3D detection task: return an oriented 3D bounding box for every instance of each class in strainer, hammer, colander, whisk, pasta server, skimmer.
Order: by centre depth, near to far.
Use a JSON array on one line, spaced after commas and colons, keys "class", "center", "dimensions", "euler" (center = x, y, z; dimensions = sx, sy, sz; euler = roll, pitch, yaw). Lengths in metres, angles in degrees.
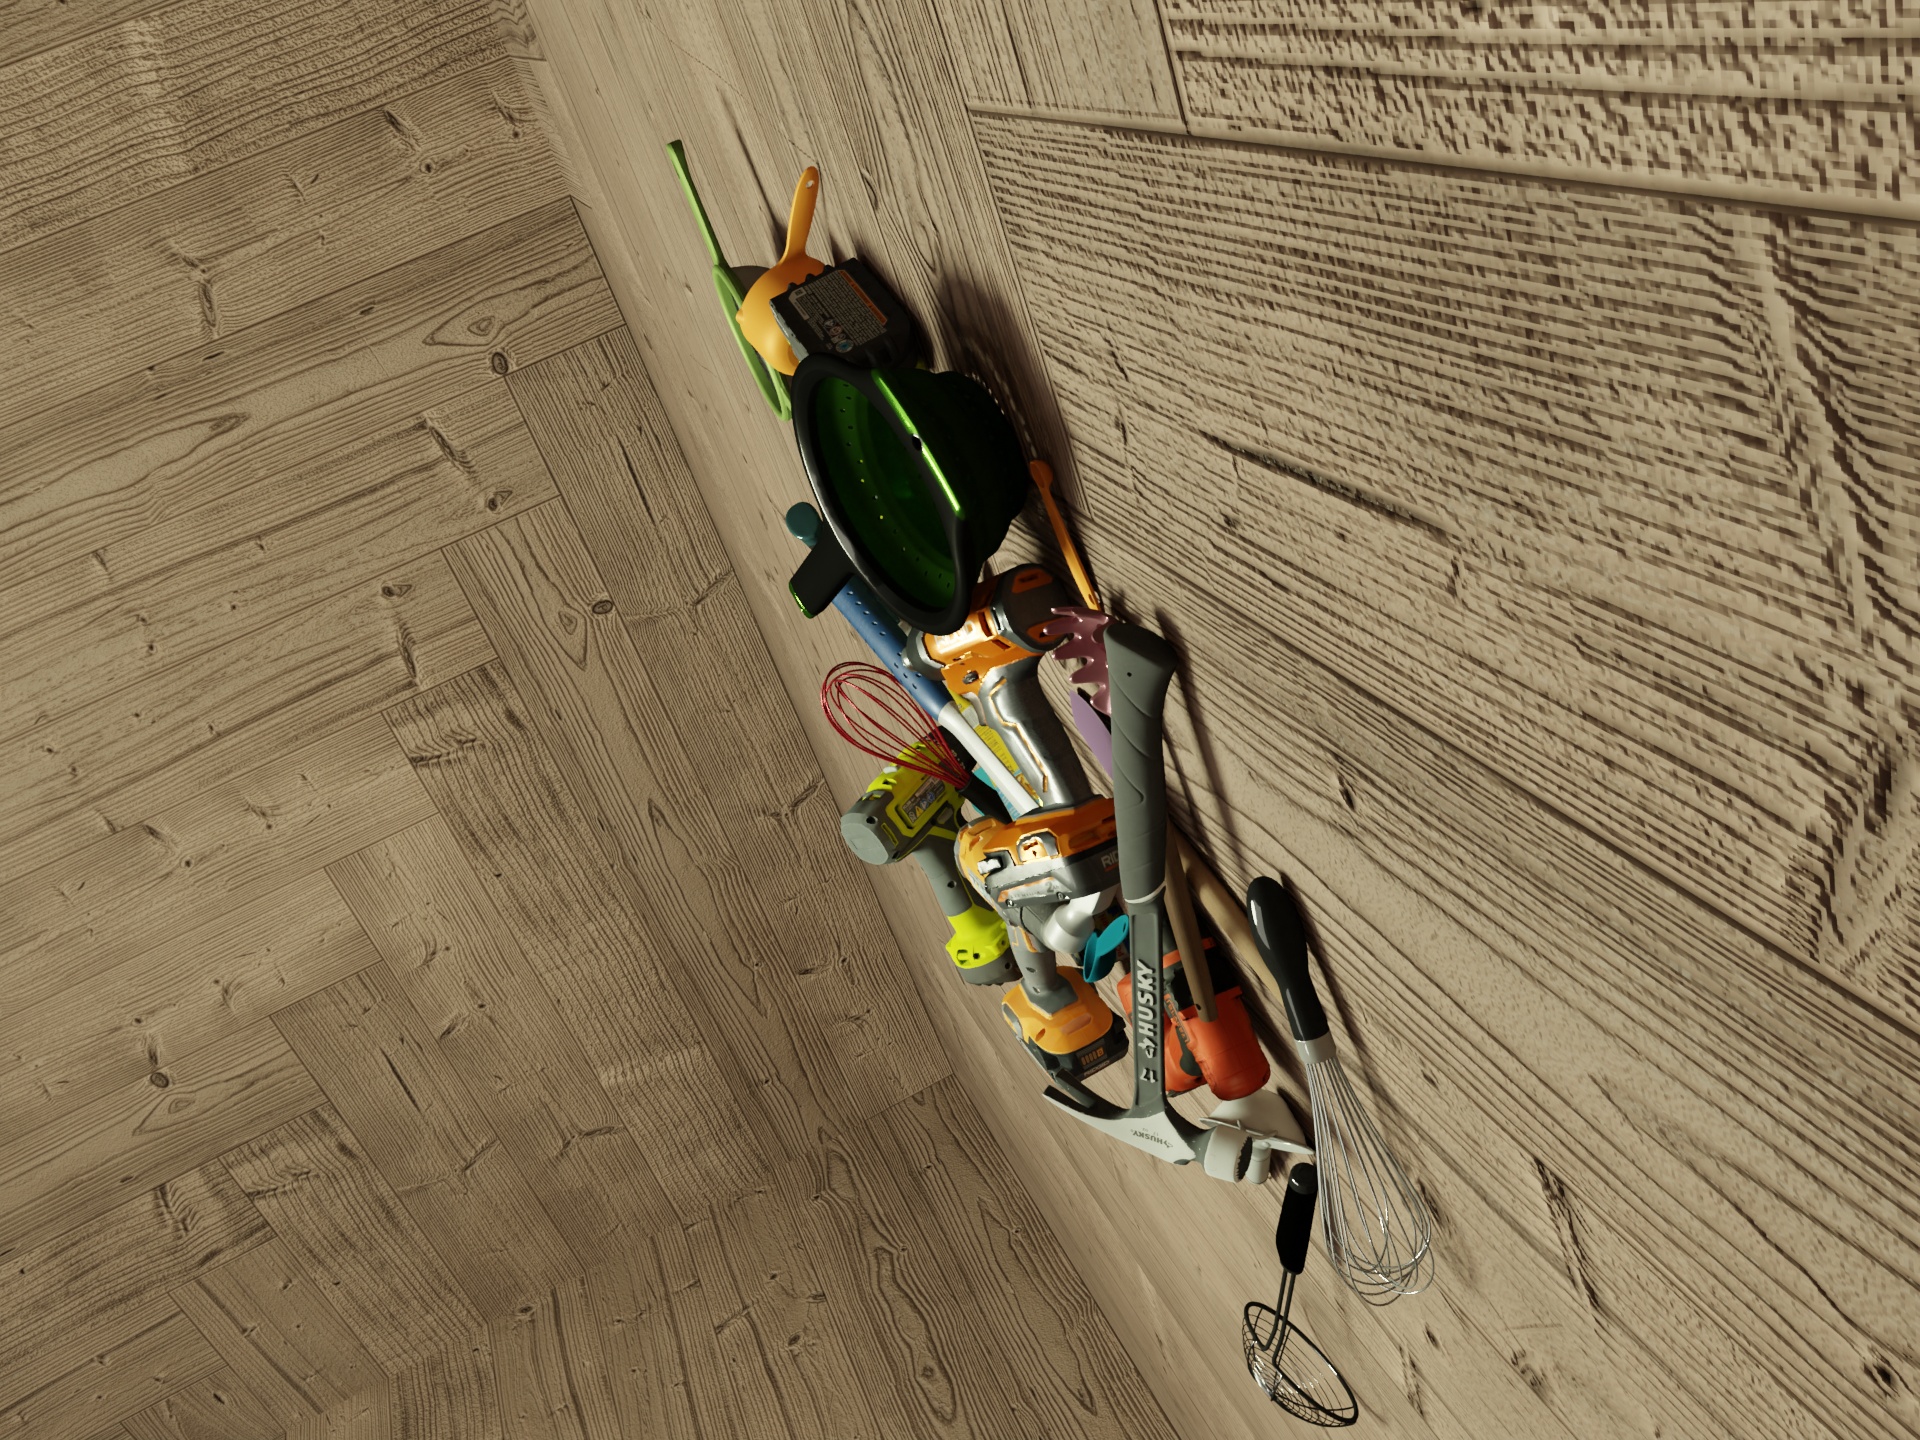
[{"class": "whisk", "center": [0.226, 0.225, 0.966], "dimensions": [0.070, 0.070, 0.284], "euler": [-162, 51, -76]}, {"class": "hammer", "center": [0.116, 0.125, 1.031], "dimensions": [0.149, 0.036, 0.408], "euler": [11, 123, 28]}, {"class": "pasta server", "center": [0.123, 0.066, 1.048], "dimensions": [0.060, 0.040, 0.316], "euler": [15, 126, 57]}, {"class": "colander", "center": [-0.046, -0.151, 1.142], "dimensions": [0.204, 0.094, 0.397], "euler": [59, 160, 1]}, {"class": "strainer", "center": [0.229, 0.325, 1.225], "dimensions": [0.087, 0.050, 0.258], "euler": [13, 156, 16]}, {"class": "hammer", "center": [-0.002, -0.004, 1.289], "dimensions": [0.406, 0.035, 0.144], "euler": [50, 136, 30]}, {"class": "skimmer", "center": [0.287, 0.460, 1.298], "dimensions": [0.127, 0.090, 0.363], "euler": [48, 152, 43]}, {"class": "strainer", "center": [-0.181, -0.397, 1.414], "dimensions": [0.256, 0.069, 0.152], "euler": [68, 172, -18]}, {"class": "whisk", "center": [-0.010, 0.043, 1.429], "dimensions": [0.295, 0.073, 0.073], "euler": [39, -178, -26]}, {"class": "hammer", "center": [-0.102, -0.137, 1.545], "dimensions": [0.128, 0.033, 0.330], "euler": [53, -178, 19]}]

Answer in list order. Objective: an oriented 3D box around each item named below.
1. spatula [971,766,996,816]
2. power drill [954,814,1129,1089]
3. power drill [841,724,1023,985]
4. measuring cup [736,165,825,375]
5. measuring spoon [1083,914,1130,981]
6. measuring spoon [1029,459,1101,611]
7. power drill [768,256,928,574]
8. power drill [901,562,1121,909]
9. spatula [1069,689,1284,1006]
[{"class": "spatula", "center": [0.022, 0.072, 1.701], "dimensions": [0.082, 0.044, 0.317], "euler": [64, 175, -5]}, {"class": "power drill", "center": [0.077, 0.208, 1.376], "dimensions": [0.185, 0.084, 0.226], "euler": [39, 152, 60]}, {"class": "power drill", "center": [0.009, 0.118, 1.508], "dimensions": [0.080, 0.190, 0.228], "euler": [-11, 118, 50]}, {"class": "measuring cup", "center": [-0.117, -0.345, 1.242], "dimensions": [0.052, 0.095, 0.173], "euler": [53, 148, 24]}, {"class": "measuring spoon", "center": [0.118, 0.169, 1.199], "dimensions": [0.128, 0.021, 0.042], "euler": [117, 163, -67]}, {"class": "measuring spoon", "center": [0.071, -0.116, 1.017], "dimensions": [0.116, 0.011, 0.021], "euler": [64, 169, -25]}, {"class": "power drill", "center": [-0.071, -0.238, 1.242], "dimensions": [0.171, 0.080, 0.223], "euler": [55, 170, 36]}, {"class": "power drill", "center": [0.036, 0.015, 1.135], "dimensions": [0.164, 0.084, 0.226], "euler": [-18, 92, 53]}, {"class": "spatula", "center": [0.149, 0.085, 1.092], "dimensions": [0.316, 0.018, 0.059], "euler": [56, 167, 40]}]
